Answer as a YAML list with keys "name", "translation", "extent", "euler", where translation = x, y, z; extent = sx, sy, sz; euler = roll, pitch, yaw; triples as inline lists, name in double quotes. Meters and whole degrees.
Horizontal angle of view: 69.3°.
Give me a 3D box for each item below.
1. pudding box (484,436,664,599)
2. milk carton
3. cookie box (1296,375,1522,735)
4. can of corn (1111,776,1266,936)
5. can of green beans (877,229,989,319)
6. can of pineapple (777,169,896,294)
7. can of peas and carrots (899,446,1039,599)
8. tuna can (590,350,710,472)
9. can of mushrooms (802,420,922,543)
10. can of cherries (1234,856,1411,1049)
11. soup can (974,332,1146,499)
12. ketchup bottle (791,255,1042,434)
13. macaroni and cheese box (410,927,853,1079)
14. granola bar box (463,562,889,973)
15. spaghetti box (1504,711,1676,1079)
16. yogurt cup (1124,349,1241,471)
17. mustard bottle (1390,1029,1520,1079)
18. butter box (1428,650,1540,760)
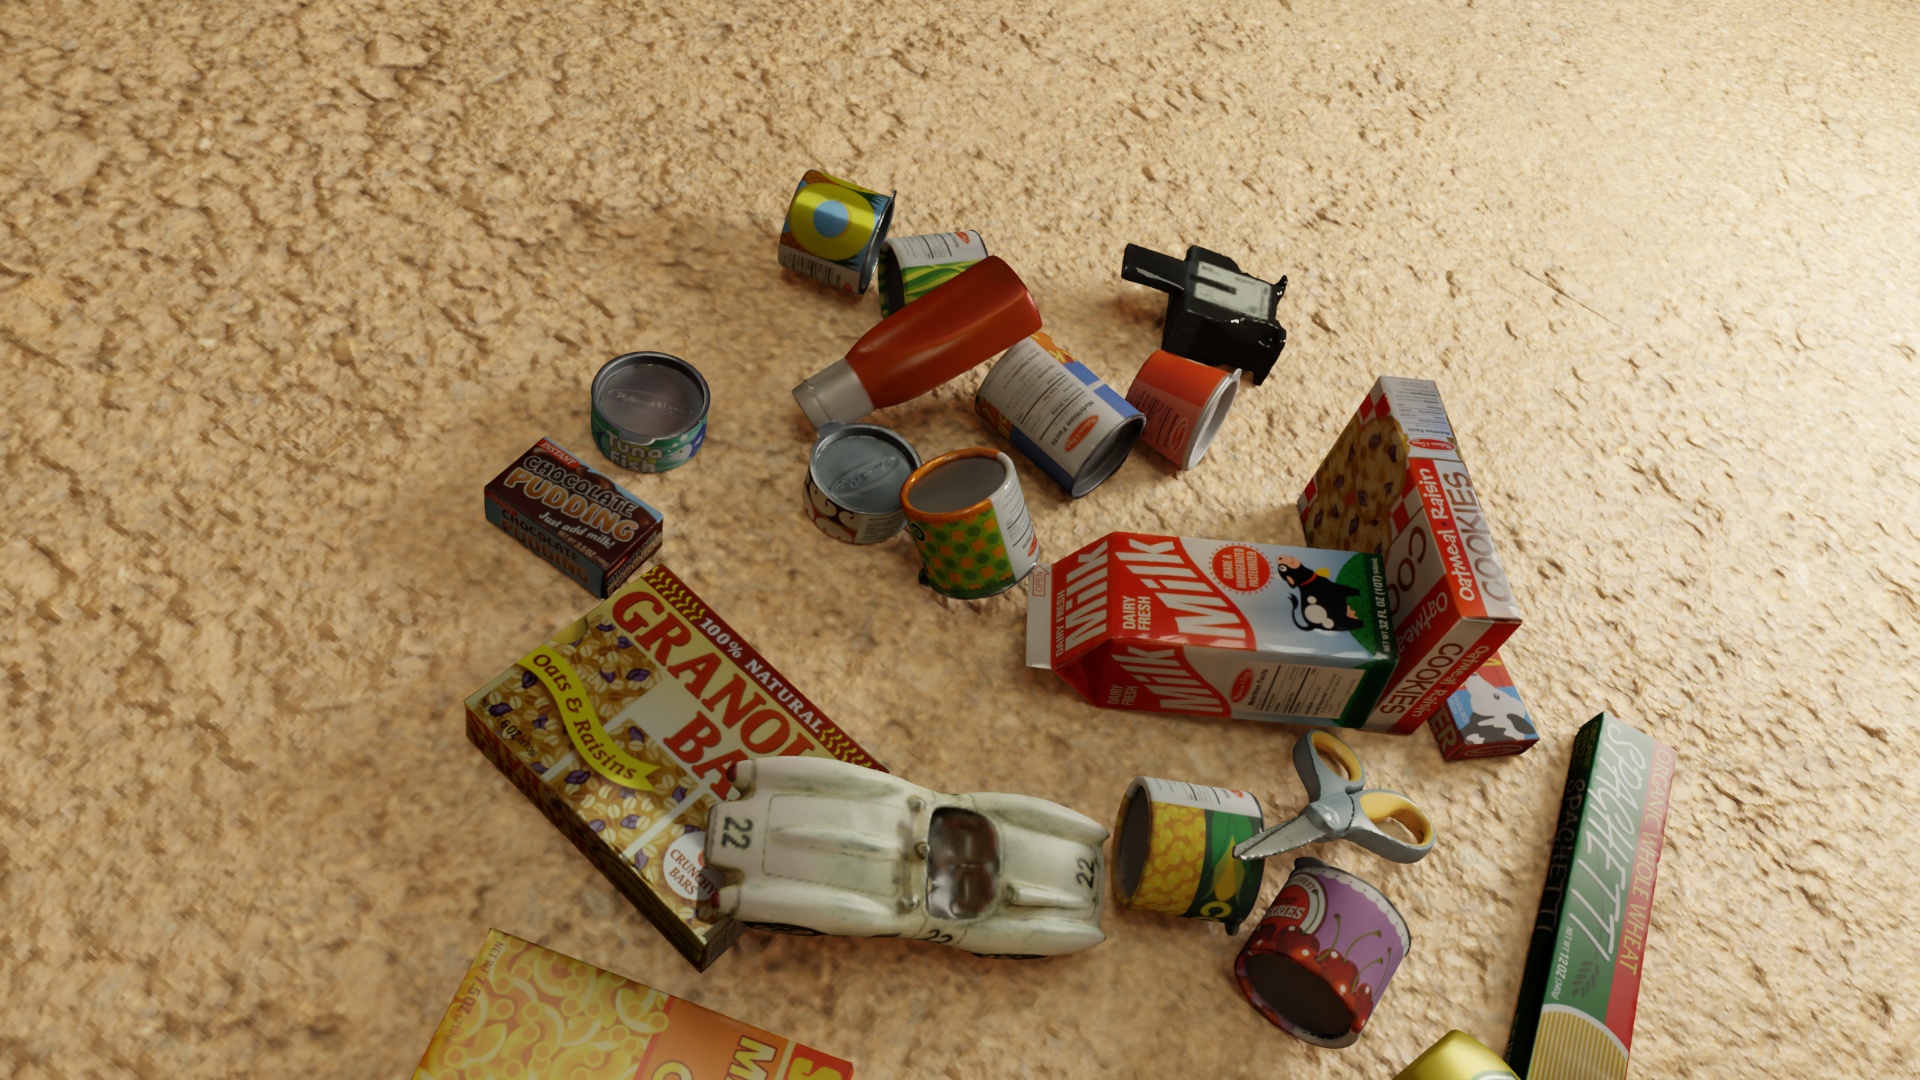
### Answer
- name: "pudding box"
  translation: [-0.206, -0.013, 0.743]
  extent: [0.084, 0.030, 0.050]
  euler: [34, 52, 9]
- name: "milk carton"
  translation: [0.131, 0.048, 0.759]
  extent: [0.191, 0.073, 0.073]
  euler: [4, 52, 0]
- name: "cookie box"
  translation: [0.253, 0.009, 0.801]
  extent: [0.040, 0.122, 0.168]
  euler: [4, 54, -12]
- name: "can of corn"
  translation: [0.111, 0.156, 0.689]
  extent: [0.058, 0.070, 0.071]
  euler: [10, 52, -8]
- name: "can of green beans"
  translation: [-0.017, -0.162, 0.883]
  extent: [0.058, 0.071, 0.071]
  euler: [-10, 58, -17]
- name: "can of pineapple"
  translation: [-0.079, -0.200, 0.895]
  extent: [0.058, 0.070, 0.071]
  euler: [20, 52, -1]
- name: "can of peas and carrots"
  translation: [0.003, -0.010, 0.768]
  extent: [0.071, 0.058, 0.071]
  euler: [-13, 34, 9]
- name: "tuna can"
  translation: [-0.178, -0.071, 0.793]
  extent: [0.071, 0.032, 0.071]
  euler: [8, 53, -10]
- name: "can of mushrooms"
  translation: [-0.058, -0.034, 0.800]
  extent: [0.071, 0.033, 0.071]
  euler: [8, 53, -10]
- name: "can of cherries"
  translation: [0.173, 0.199, 0.672]
  extent: [0.071, 0.071, 0.059]
  euler: [38, 55, 13]
- name: "soup can"
  translation: [0.061, -0.076, 0.847]
  extent: [0.084, 0.071, 0.072]
  euler: [43, 55, 17]
- name: "ketchup bottle"
  translation: [-0.028, -0.112, 0.824]
  extent: [0.149, 0.043, 0.065]
  euler: [-31, 40, -4]
- name: "macaroni and cheese box"
  translation: [-0.142, 0.247, 0.563]
  extent: [0.166, 0.040, 0.124]
  euler: [20, 52, -1]
- name: "granola bar box"
  translation: [-0.136, 0.103, 0.672]
  extent: [0.166, 0.038, 0.125]
  euler: [40, 54, 14]
- name: "spaghetti box"
  translation: [0.340, 0.198, 0.746]
  extent: [0.050, 0.028, 0.251]
  euler: [29, 52, 5]
- name: "yogurt cup"
  translation: [0.136, -0.085, 0.875]
  extent: [0.054, 0.072, 0.073]
  euler: [29, 52, 16]
- name: "mustard bottle"
  translation: [0.263, 0.301, 0.626]
  extent: [0.065, 0.048, 0.160]
  euler: [-19, 55, -39]
- name: "butter box"
  translation: [0.296, 0.079, 0.824]
  extent: [0.053, 0.024, 0.104]
  euler: [-2, 55, -18]
